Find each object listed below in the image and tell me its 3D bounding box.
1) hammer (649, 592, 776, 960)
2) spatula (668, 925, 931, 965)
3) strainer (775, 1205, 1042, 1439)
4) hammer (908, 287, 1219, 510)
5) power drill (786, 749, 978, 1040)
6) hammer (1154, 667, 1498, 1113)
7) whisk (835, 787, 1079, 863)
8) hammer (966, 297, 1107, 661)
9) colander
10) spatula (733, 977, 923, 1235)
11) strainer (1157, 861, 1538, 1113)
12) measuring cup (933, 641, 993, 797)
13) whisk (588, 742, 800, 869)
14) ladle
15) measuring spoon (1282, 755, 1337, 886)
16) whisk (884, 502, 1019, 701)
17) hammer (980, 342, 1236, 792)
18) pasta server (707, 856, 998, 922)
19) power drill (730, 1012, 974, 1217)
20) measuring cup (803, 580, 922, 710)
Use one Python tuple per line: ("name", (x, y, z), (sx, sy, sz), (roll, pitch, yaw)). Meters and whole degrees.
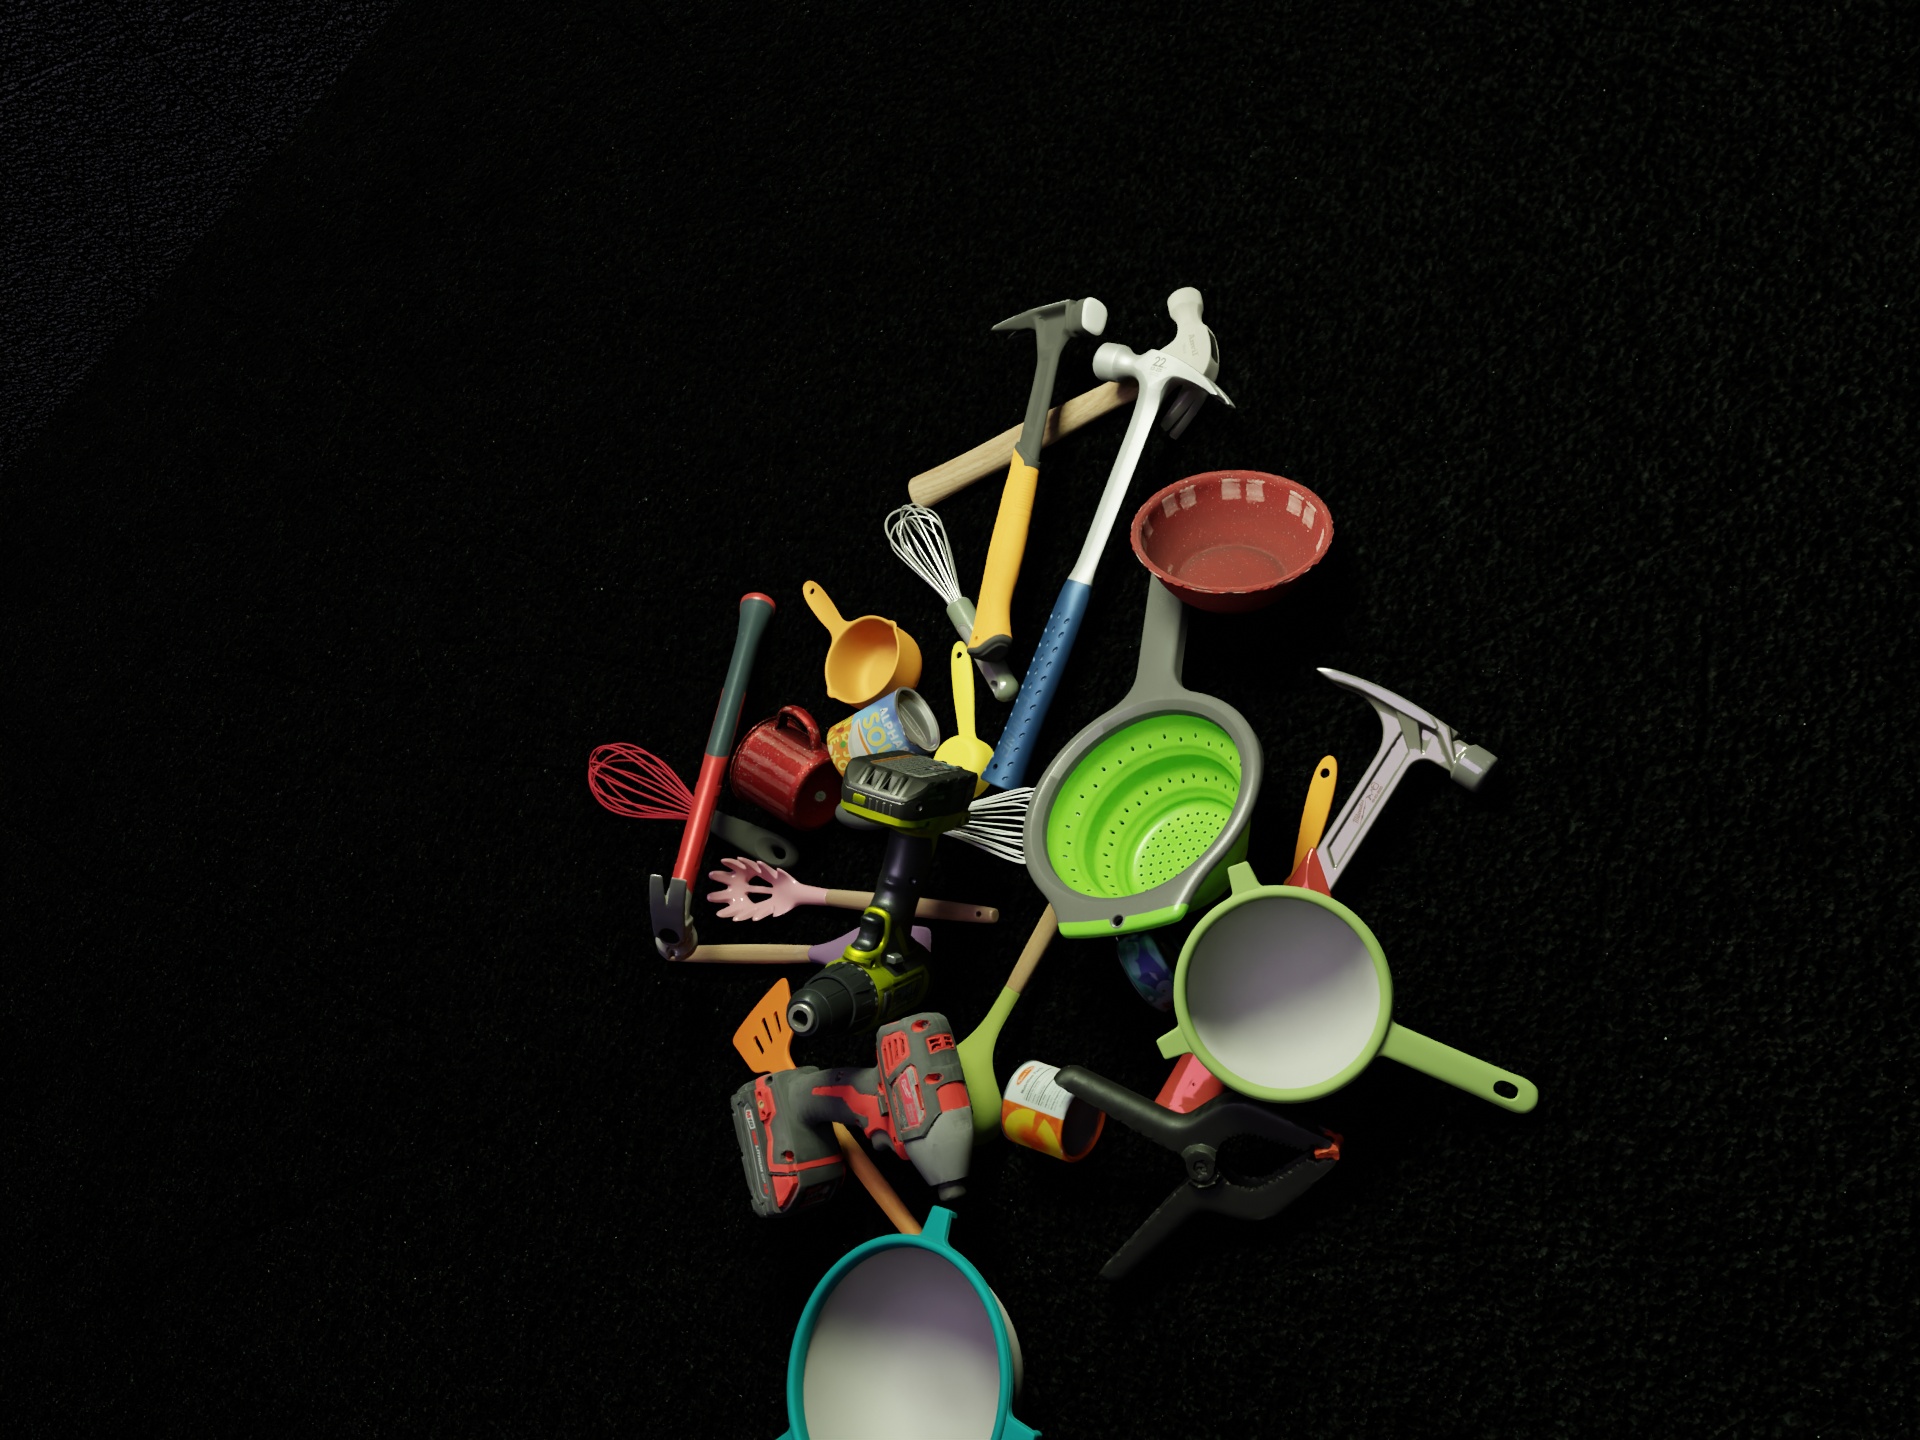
("hammer", (-0.233, 0.027, 1.521), (0.038, 0.143, 0.387), (10, 57, 0))
("spatula", (-0.158, 0.220, 1.484), (0.316, 0.018, 0.060), (-5, 72, 34))
("strainer", (-0.072, 0.548, 1.244), (0.340, 0.095, 0.211), (-41, 51, 19))
("hammer", (0.091, -0.276, 1.492), (0.331, 0.031, 0.130), (-23, 59, 27))
("power drill", (-0.067, 0.147, 1.300), (0.080, 0.190, 0.228), (16, 99, 22))
("hammer", (0.245, 0.141, 1.199), (0.149, 0.036, 0.359), (33, 95, 27))
("whisk", (-0.008, 0.089, 1.407), (0.285, 0.070, 0.070), (2, 73, 42))
("hammer", (0.050, -0.217, 1.448), (0.127, 0.034, 0.337), (1, 76, 50))
("colander", (0.173, 0.020, 1.291), (0.204, 0.094, 0.397), (-14, 47, 32))
("spatula", (-0.106, 0.355, 1.392), (0.081, 0.041, 0.323), (-51, 55, 7))
("strainer", (0.278, 0.211, 1.125), (0.256, 0.069, 0.151), (22, 92, 12))
("measuring cup", (-0.002, -0.005, 1.451), (0.062, 0.029, 0.157), (-18, 64, 30))
("whisk", (-0.272, 0.090, 1.597), (0.296, 0.073, 0.073), (21, 85, 33))
("ladle", (0.063, 0.205, 1.323), (0.078, 0.062, 0.320), (23, 79, 40))
("measuring spoon", (0.270, 0.082, 1.231), (0.021, 0.011, 0.117), (10, 78, 38))
("whisk", (-0.006, -0.113, 1.489), (0.247, 0.059, 0.057), (61, 151, 30))
("hammer", (0.112, -0.129, 1.388), (0.144, 0.035, 0.405), (22, 92, 40))
("pasta server", (-0.103, 0.164, 1.454), (0.316, 0.040, 0.060), (2, 85, 35))
("power drill", (-0.080, 0.331, 1.291), (0.219, 0.078, 0.143), (-27, 71, 36))
("measuring cup", (-0.099, -0.076, 1.538), (0.095, 0.052, 0.174), (-47, 50, 11))
